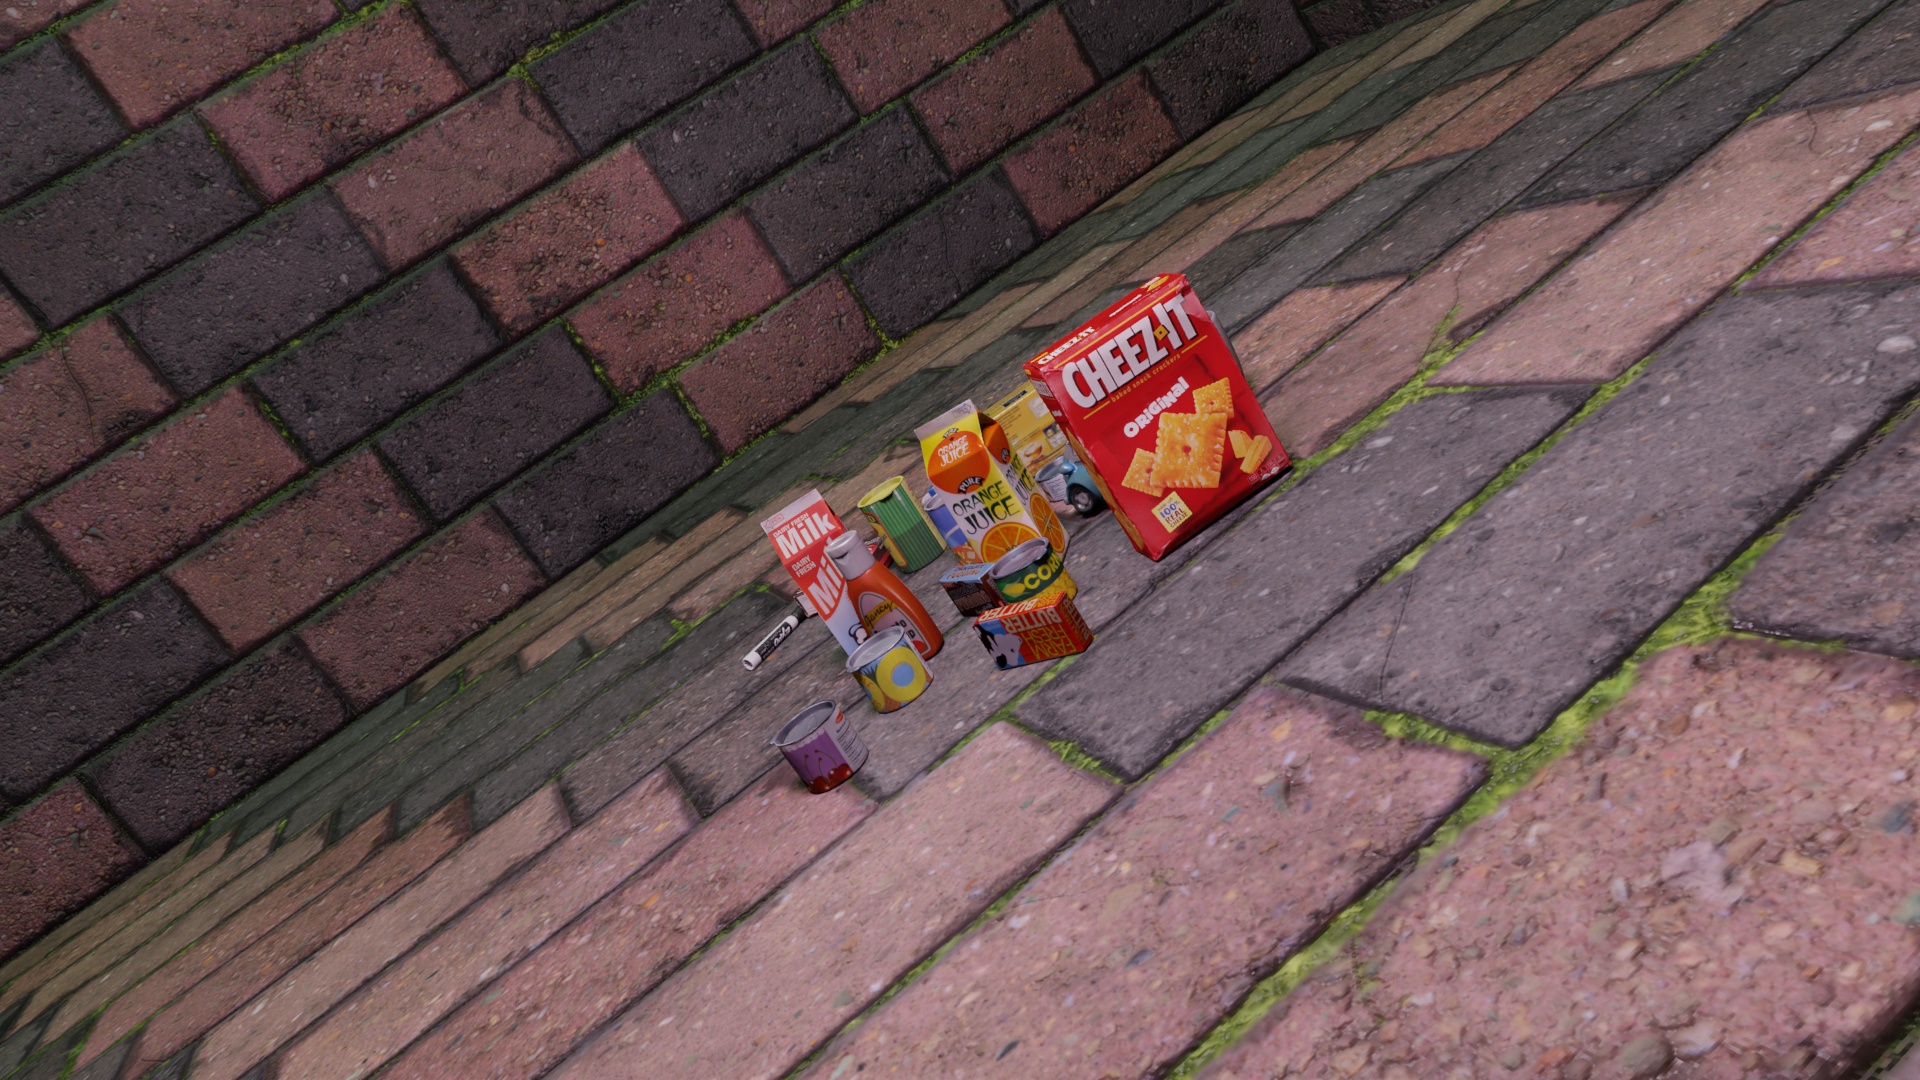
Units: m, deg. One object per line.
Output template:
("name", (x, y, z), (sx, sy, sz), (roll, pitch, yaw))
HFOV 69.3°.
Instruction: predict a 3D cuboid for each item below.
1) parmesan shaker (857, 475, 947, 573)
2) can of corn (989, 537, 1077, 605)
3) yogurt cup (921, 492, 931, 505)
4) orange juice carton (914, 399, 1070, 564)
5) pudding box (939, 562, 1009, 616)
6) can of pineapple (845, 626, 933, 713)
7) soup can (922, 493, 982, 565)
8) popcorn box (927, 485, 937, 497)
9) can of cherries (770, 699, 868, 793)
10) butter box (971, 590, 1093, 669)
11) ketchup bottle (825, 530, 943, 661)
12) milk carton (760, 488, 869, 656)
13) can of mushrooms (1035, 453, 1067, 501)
("parmesan shaker", (-0.070, -0.018, 1.694), (0.071, 0.103, 0.071), (-30, 15, 9))
("can of corn", (0.072, 0.039, 1.330), (0.071, 0.058, 0.071), (-30, 16, 9))
("yogurt cup", (-0.007, -0.044, 1.744), (0.072, 0.054, 0.072), (-30, 16, 9))
("orange juice carton", (0.031, -0.049, 1.426), (0.071, 0.192, 0.073), (-26, 17, 23))
("pudding box", (0.020, 0.050, 1.414), (0.030, 0.049, 0.083), (-40, 17, -26))
("can of pineapple", (-0.070, 0.126, 1.342), (0.071, 0.057, 0.071), (-30, 16, 9))
("soup can", (0.006, -0.020, 1.589), (0.071, 0.083, 0.071), (-30, 16, 9))
("popcorn box", (0.023, -0.063, 1.682), (0.038, 0.085, 0.127), (-19, 20, 41))
("can of cherries", (-0.128, 0.188, 1.266), (0.071, 0.058, 0.072), (-30, 16, 9))
("butter box", (0.064, 0.080, 1.230), (0.103, 0.053, 0.024), (-18, 21, 43))
("ketchup bottle", (-0.080, 0.059, 1.396), (0.064, 0.148, 0.044), (-26, 17, 23))
("milk carton", (-0.129, 0.041, 1.468), (0.072, 0.190, 0.073), (-33, 15, -1))
("can of mushrooms", (0.124, -0.077, 1.625), (0.071, 0.033, 0.071), (-30, 16, 9))
